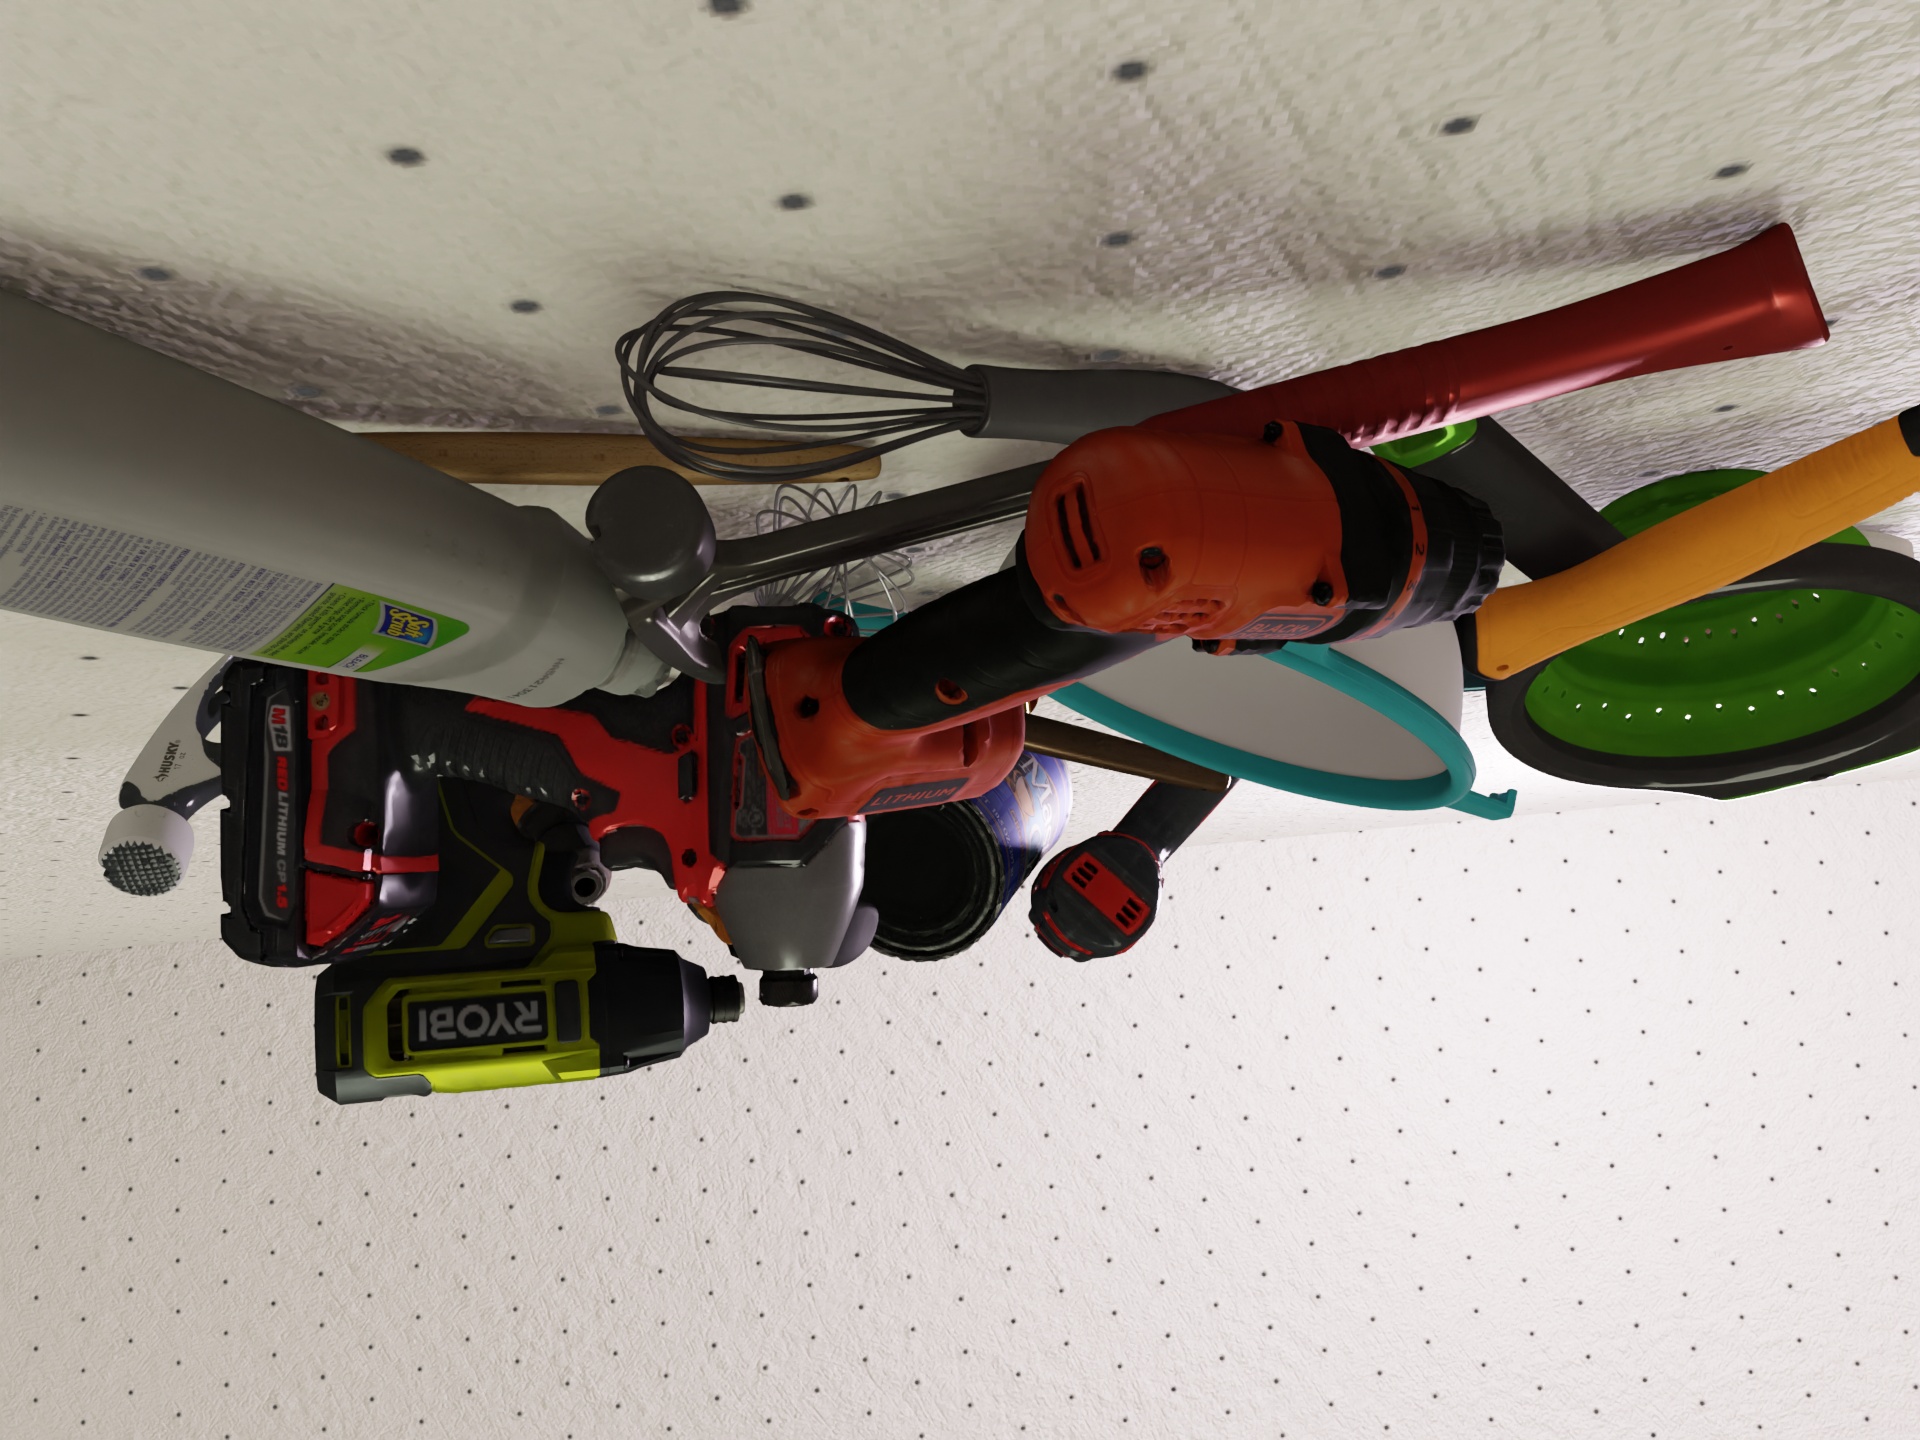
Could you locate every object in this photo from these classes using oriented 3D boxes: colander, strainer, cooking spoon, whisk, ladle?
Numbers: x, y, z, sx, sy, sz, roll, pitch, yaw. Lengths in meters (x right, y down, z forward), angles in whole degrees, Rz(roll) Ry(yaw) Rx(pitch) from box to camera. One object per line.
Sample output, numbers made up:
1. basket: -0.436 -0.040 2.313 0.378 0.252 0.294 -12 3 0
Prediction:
1. colander: 0.288 -0.078 0.688 0.396 0.095 0.204 26 145 -37
2. strainer: 0.067 -0.057 0.680 0.341 0.095 0.210 14 167 42
3. cooking spoon: -0.001 -0.002 0.714 0.318 0.017 0.069 13 175 -31
4. whisk: 0.007 -0.098 0.493 0.239 0.055 0.055 -4 171 -34
5. ladle: -0.175 -0.087 0.523 0.315 0.031 0.069 -3 171 -23
6. whisk: -0.076 -0.050 0.714 0.070 0.070 0.284 -2 175 -16

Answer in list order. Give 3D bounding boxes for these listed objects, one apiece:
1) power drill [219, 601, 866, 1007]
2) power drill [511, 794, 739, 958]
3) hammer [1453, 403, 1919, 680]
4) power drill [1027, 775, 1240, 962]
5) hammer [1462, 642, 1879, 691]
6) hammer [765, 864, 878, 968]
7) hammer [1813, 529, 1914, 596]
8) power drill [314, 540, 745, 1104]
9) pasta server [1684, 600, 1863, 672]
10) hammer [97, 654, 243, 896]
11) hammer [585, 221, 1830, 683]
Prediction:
1. power drill: -0.142 0.034 0.573 0.219 0.143 0.078 -2 176 4
2. power drill: -0.210 0.098 1.103 0.226 0.084 0.185 25 -172 -32
3. hammer: 0.314 -0.084 0.531 0.127 0.034 0.337 20 148 -31
4. power drill: 0.121 0.043 0.890 0.227 0.080 0.188 -48 175 -9
5. hammer: 0.385 -0.031 0.966 0.331 0.033 0.128 -4 -174 28
6. hammer: -0.135 0.042 0.821 0.146 0.035 0.335 9 -166 -32
7. hammer: 0.369 -0.066 0.924 0.331 0.031 0.130 -8 171 15
8. power drill: -0.183 0.041 0.676 0.171 0.223 0.080 -2 170 -19
9. pasta server: 0.322 -0.049 0.826 0.316 0.040 0.060 2 154 -13
10. hammer: -0.179 0.009 0.768 0.409 0.149 0.036 -3 128 -9
11. hammer: 0.076 -0.080 0.474 0.359 0.037 0.149 -15 172 -2
